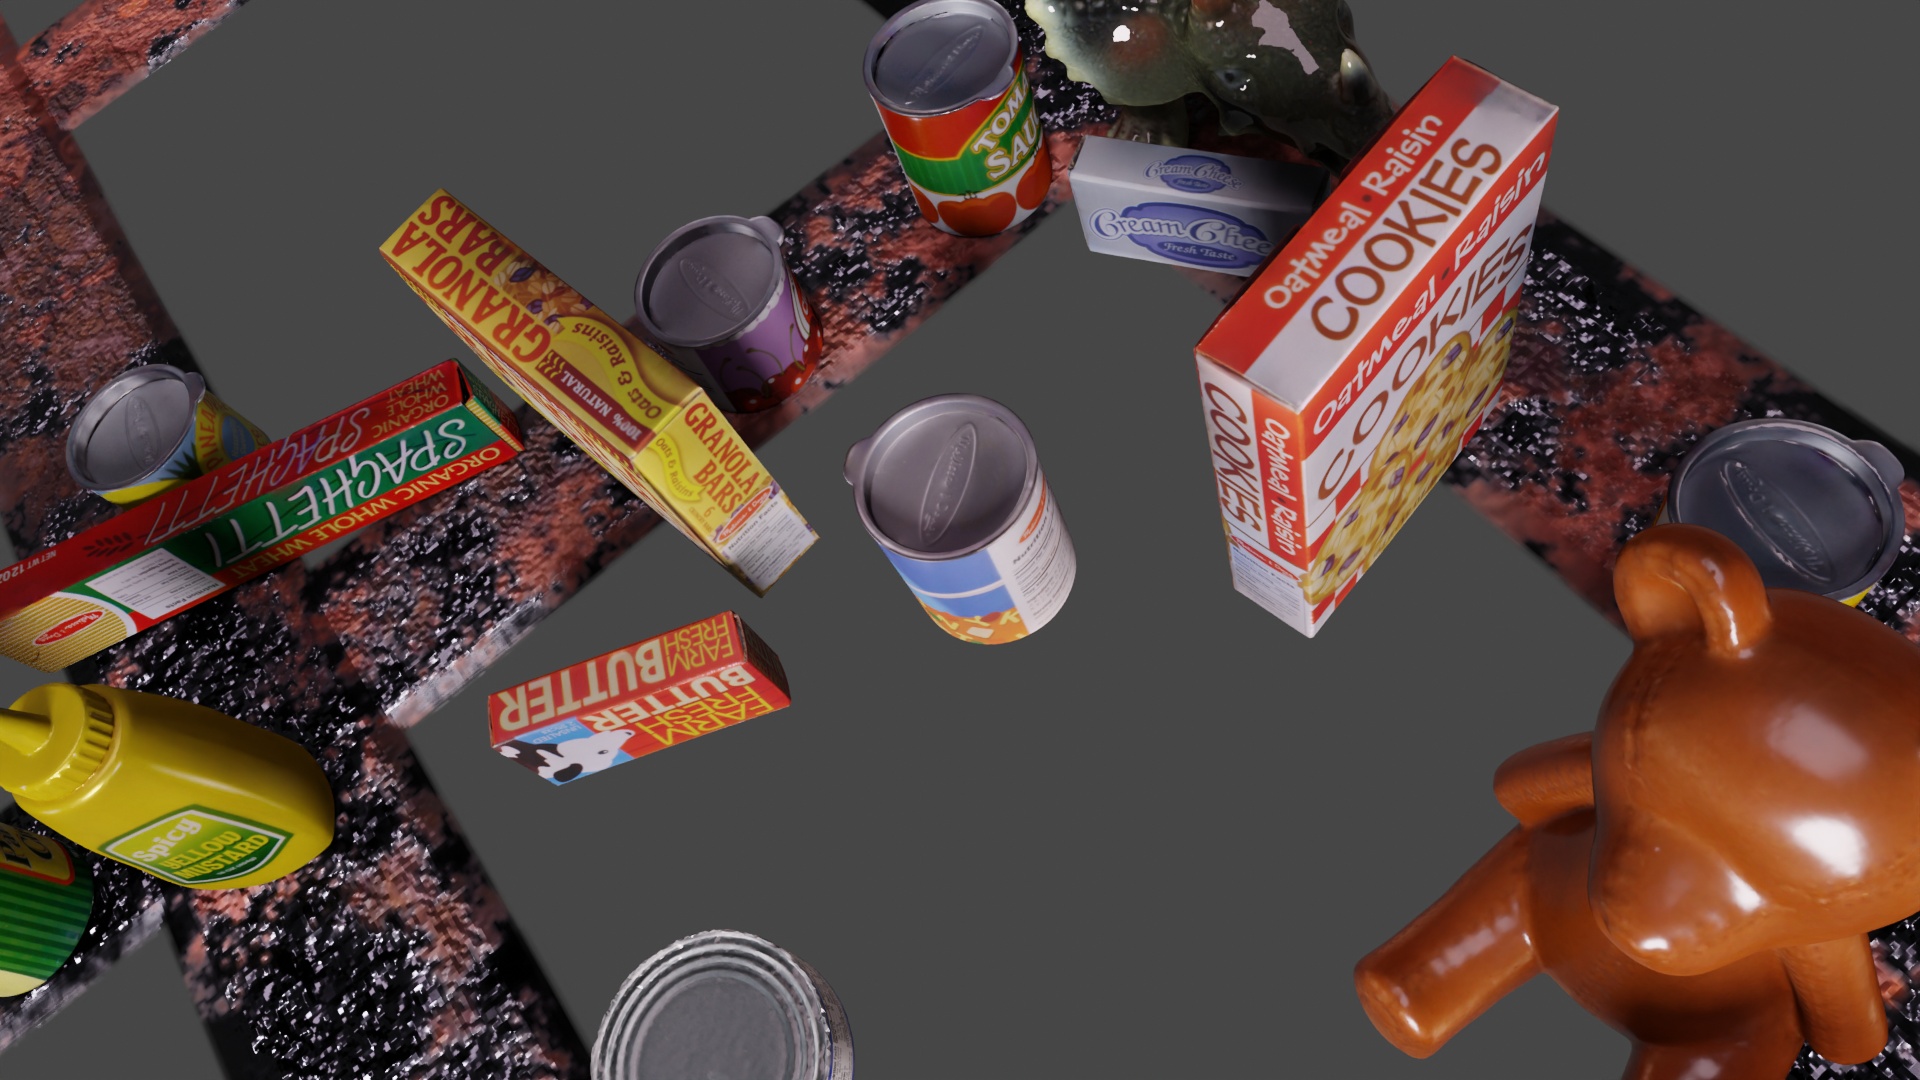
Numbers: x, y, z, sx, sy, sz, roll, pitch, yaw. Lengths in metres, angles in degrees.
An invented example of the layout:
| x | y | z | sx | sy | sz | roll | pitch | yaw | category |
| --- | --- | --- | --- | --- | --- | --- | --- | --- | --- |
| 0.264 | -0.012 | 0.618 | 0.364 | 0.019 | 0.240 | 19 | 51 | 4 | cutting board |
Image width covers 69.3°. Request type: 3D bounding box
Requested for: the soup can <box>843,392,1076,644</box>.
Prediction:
| x | y | z | sx | sy | sz | roll | pitch | yaw | category |
| --- | --- | --- | --- | --- | --- | --- | --- | --- | --- |
| 0.002 | -0.006 | 0.518 | 0.071 | 0.083 | 0.071 | -6 | 63 | 12 | soup can |

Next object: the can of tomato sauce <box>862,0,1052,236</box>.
| x | y | z | sx | sy | sz | roll | pitch | yaw | category |
| --- | --- | --- | --- | --- | --- | --- | --- | --- | --- |
| 0.003 | -0.183 | 0.606 | 0.071 | 0.083 | 0.071 | -6 | 63 | 12 | can of tomato sauce |

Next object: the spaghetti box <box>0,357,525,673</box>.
| x | y | z | sx | sy | sz | roll | pitch | yaw | category |
| --- | --- | --- | --- | --- | --- | --- | --- | --- | --- |
| -0.320 | -0.009 | 0.626 | 0.250 | 0.050 | 0.029 | -25 | 61 | 2 | spaghetti box |

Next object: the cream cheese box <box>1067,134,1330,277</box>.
| x | y | z | sx | sy | sz | roll | pitch | yaw | category |
| --- | --- | --- | --- | --- | --- | --- | --- | --- | --- |
| 0.099 | -0.136 | 0.573 | 0.104 | 0.053 | 0.024 | 15 | 69 | 21 | cream cheese box |

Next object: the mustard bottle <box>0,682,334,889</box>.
| x | y | z | sx | sy | sz | roll | pitch | yaw | category |
| --- | --- | --- | --- | --- | --- | --- | --- | --- | --- |
| -0.300 | 0.087 | 0.509 | 0.065 | 0.159 | 0.049 | -26 | 61 | 2 | mustard bottle |

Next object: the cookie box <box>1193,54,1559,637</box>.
| x | y | z | sx | sy | sz | roll | pitch | yaw | category |
| --- | --- | --- | --- | --- | --- | --- | --- | --- | --- |
| 0.135 | -0.054 | 0.458 | 0.040 | 0.167 | 0.123 | 36 | 78 | 27 | cookie box |

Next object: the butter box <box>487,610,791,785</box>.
| x | y | z | sx | sy | sz | roll | pitch | yaw | category |
| --- | --- | --- | --- | --- | --- | --- | --- | --- | --- |
| -0.122 | 0.062 | 0.536 | 0.103 | 0.053 | 0.024 | -19 | 61 | 5 | butter box |

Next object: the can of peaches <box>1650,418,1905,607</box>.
| x | y | z | sx | sy | sz | roll | pitch | yaw | category |
| --- | --- | --- | --- | --- | --- | --- | --- | --- | --- |
| 0.266 | 0.001 | 0.458 | 0.071 | 0.058 | 0.071 | -6 | 63 | 12 | can of peaches |

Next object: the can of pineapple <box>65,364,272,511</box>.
| x | y | z | sx | sy | sz | roll | pitch | yaw | category |
| --- | --- | --- | --- | --- | --- | --- | --- | --- | --- |
| -0.365 | -0.040 | 0.648 | 0.071 | 0.057 | 0.071 | -6 | 63 | 12 | can of pineapple |

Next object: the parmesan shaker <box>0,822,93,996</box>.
| x | y | z | sx | sy | sz | roll | pitch | yaw | category |
| --- | --- | --- | --- | --- | --- | --- | --- | --- | --- |
| -0.410 | 0.138 | 0.547 | 0.071 | 0.102 | 0.071 | -6 | 63 | 12 | parmesan shaker |

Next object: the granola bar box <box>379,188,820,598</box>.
| x | y | z | sx | sy | sz | roll | pitch | yaw | category |
| --- | --- | --- | --- | --- | --- | --- | --- | --- | --- |
| -0.144 | -0.057 | 0.559 | 0.166 | 0.123 | 0.039 | 37 | 79 | 27 | granola bar box |

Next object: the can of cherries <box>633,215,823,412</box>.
| x | y | z | sx | sy | sz | roll | pitch | yaw | category |
| --- | --- | --- | --- | --- | --- | --- | --- | --- | --- |
| -0.097 | -0.099 | 0.605 | 0.071 | 0.058 | 0.072 | -6 | 63 | 12 | can of cherries |
